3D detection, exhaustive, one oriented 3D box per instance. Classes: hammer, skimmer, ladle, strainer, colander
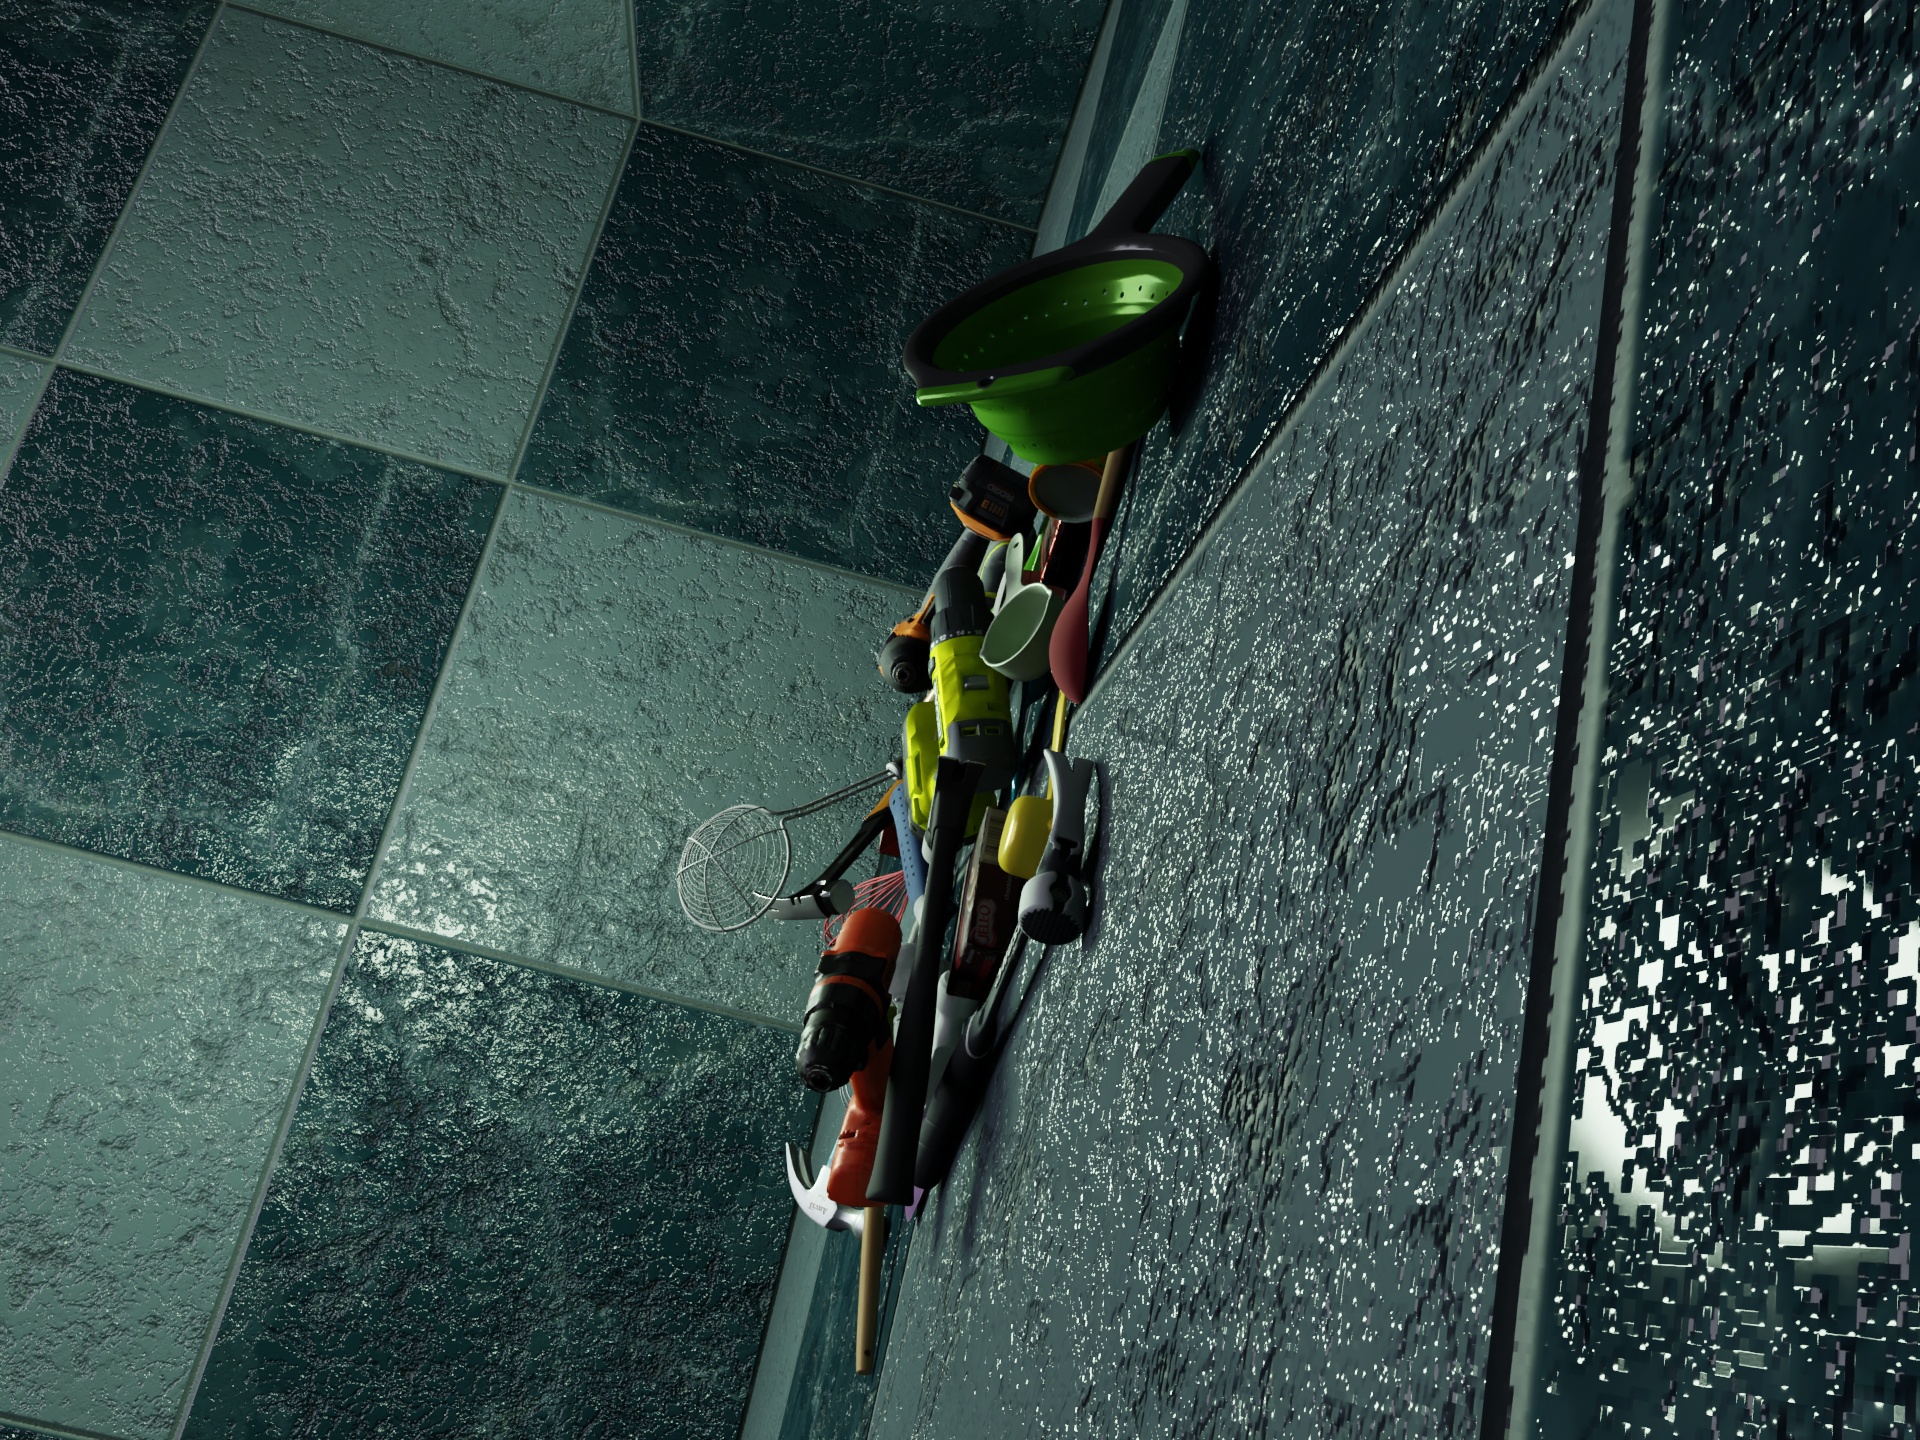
[{"bbox_3d":[0.017,0.188,1.031,0.149,0.036,0.408,-78,4,-46],"label":"hammer"},{"bbox_3d":[-0.024,0.176,1.106,0.146,0.035,0.335,102,178,-51],"label":"hammer"},{"bbox_3d":[-0.117,0.095,1.599,0.127,0.363,0.090,39,139,36],"label":"skimmer"},{"bbox_3d":[-0.078,0.093,1.669,0.127,0.034,0.337,-10,27,43],"label":"hammer"},{"bbox_3d":[-0.069,0.393,1.365,0.062,0.078,0.320,118,161,-46],"label":"ladle"},{"bbox_3d":[0.108,-0.164,1.121,0.069,0.031,0.315,119,167,-76],"label":"ladle"},{"bbox_3d":[-0.035,0.175,1.398,0.406,0.035,0.144,-102,25,-62],"label":"hammer"},{"bbox_3d":[-0.048,0.259,1.394,0.259,0.087,0.050,-96,-6,-62],"label":"strainer"},{"bbox_3d":[-0.072,0.316,1.508,0.033,0.128,0.331,38,-114,-45],"label":"hammer"},{"bbox_3d":[0.104,-0.282,1.094,0.397,0.204,0.094,-58,-44,-43],"label":"colander"}]

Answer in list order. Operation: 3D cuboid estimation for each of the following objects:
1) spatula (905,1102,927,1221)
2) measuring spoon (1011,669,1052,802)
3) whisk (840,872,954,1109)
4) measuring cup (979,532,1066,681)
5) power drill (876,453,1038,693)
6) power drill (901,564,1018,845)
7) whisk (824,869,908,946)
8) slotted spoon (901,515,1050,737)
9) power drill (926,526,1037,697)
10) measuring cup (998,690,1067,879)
[{"bbox_3d":[-0.029,0.304,1.364,0.316,0.018,0.059,-85,15,-62],"label":"spatula"},{"bbox_3d":[0.058,0.007,1.293,0.042,0.021,0.128,-105,20,-72],"label":"measuring spoon"},{"bbox_3d":[-0.054,0.270,1.605,0.070,0.070,0.285,113,176,-64],"label":"whisk"},{"bbox_3d":[0.056,-0.094,1.275,0.083,0.038,0.168,-41,28,29],"label":"measuring cup"},{"bbox_3d":[-0.007,-0.128,1.484,0.226,0.084,0.164,-62,3,14],"label":"power drill"},{"bbox_3d":[-0.002,-0.004,1.360,0.228,0.080,0.191,105,161,-64],"label":"power drill"},{"bbox_3d":[-0.058,0.163,1.604,0.295,0.073,0.073,-47,23,42],"label":"whisk"},{"bbox_3d":[0.019,-0.081,1.552,0.313,0.031,0.070,-54,14,37],"label":"slotted spoon"},{"bbox_3d":[0.026,-0.101,1.700,0.223,0.080,0.171,-75,2,-59],"label":"power drill"},{"bbox_3d":[0.052,0.036,1.111,0.062,0.029,0.157,112,170,-61],"label":"measuring cup"}]
